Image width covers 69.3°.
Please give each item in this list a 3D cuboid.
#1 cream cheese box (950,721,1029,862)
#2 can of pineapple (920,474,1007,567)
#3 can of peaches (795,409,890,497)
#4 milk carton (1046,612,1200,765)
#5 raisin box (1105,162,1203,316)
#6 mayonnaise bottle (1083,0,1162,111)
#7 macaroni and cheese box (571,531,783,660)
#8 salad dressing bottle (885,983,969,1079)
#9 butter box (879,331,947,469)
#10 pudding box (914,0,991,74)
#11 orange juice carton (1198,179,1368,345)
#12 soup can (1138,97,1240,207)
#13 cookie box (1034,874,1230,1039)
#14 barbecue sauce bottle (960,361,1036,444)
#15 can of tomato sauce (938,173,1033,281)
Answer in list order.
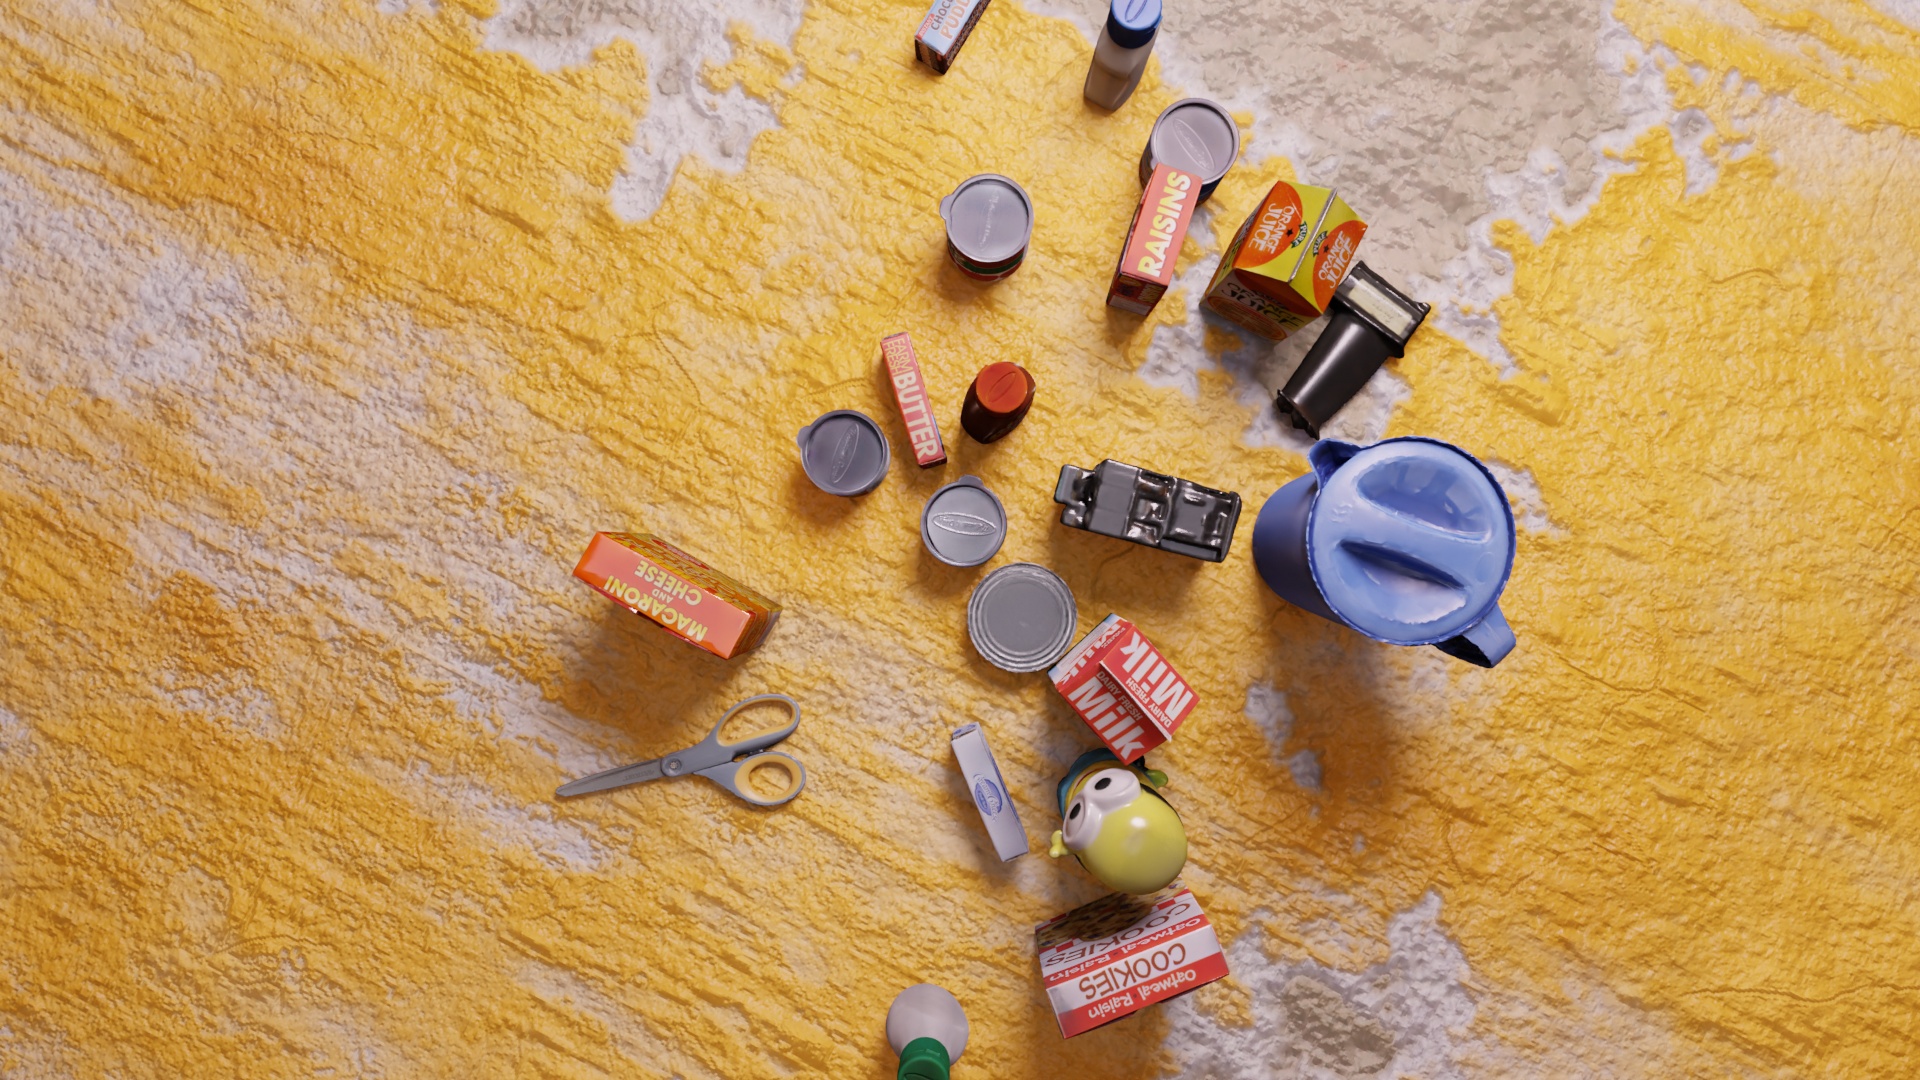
[{"bbox_3d":[0.022,0.194,1.078,0.024,0.053,0.104,-23,89,0],"label":"cream cheese box"},{"bbox_3d":[0.004,-0.014,1.080,0.071,0.058,0.071,0,89,0],"label":"can of pineapple"},{"bbox_3d":[-0.090,-0.068,1.082,0.071,0.058,0.071,0,89,0],"label":"can of peaches"},{"bbox_3d":[0.117,0.107,1.011,0.073,0.190,0.072,-42,89,0],"label":"milk carton"},{"bbox_3d":[0.144,-0.225,1.051,0.040,0.123,0.086,19,90,1],"label":"raisin box"},{"bbox_3d":[0.124,-0.374,1.041,0.041,0.148,0.065,29,90,1],"label":"mayonnaise bottle"},{"bbox_3d":[-0.203,0.039,1.026,0.124,0.166,0.040,29,90,1],"label":"macaroni and cheese box"},{"bbox_3d":[-0.026,0.373,1.028,0.064,0.147,0.044,22,90,1],"label":"salad dressing bottle"},{"bbox_3d":[-0.036,-0.108,1.085,0.024,0.053,0.103,-17,89,0],"label":"butter box"},{"bbox_3d":[-0.003,-0.415,1.092,0.030,0.049,0.083,32,89,1],"label":"pudding box"},{"bbox_3d":[0.236,-0.203,1.015,0.073,0.192,0.072,28,90,1],"label":"orange juice carton"},{"bbox_3d":[0.172,-0.294,1.072,0.071,0.084,0.071,0,89,0],"label":"soup can"},{"bbox_3d":[0.121,0.300,1.019,0.123,0.167,0.040,-22,89,0],"label":"cookie box"},{"bbox_3d":[0.029,-0.106,1.036,0.043,0.148,0.065,44,90,1],"label":"barbecue sauce bottle"},{"bbox_3d":[0.020,-0.239,1.072,0.071,0.083,0.071,0,89,0],"label":"can of tomato sauce"}]
